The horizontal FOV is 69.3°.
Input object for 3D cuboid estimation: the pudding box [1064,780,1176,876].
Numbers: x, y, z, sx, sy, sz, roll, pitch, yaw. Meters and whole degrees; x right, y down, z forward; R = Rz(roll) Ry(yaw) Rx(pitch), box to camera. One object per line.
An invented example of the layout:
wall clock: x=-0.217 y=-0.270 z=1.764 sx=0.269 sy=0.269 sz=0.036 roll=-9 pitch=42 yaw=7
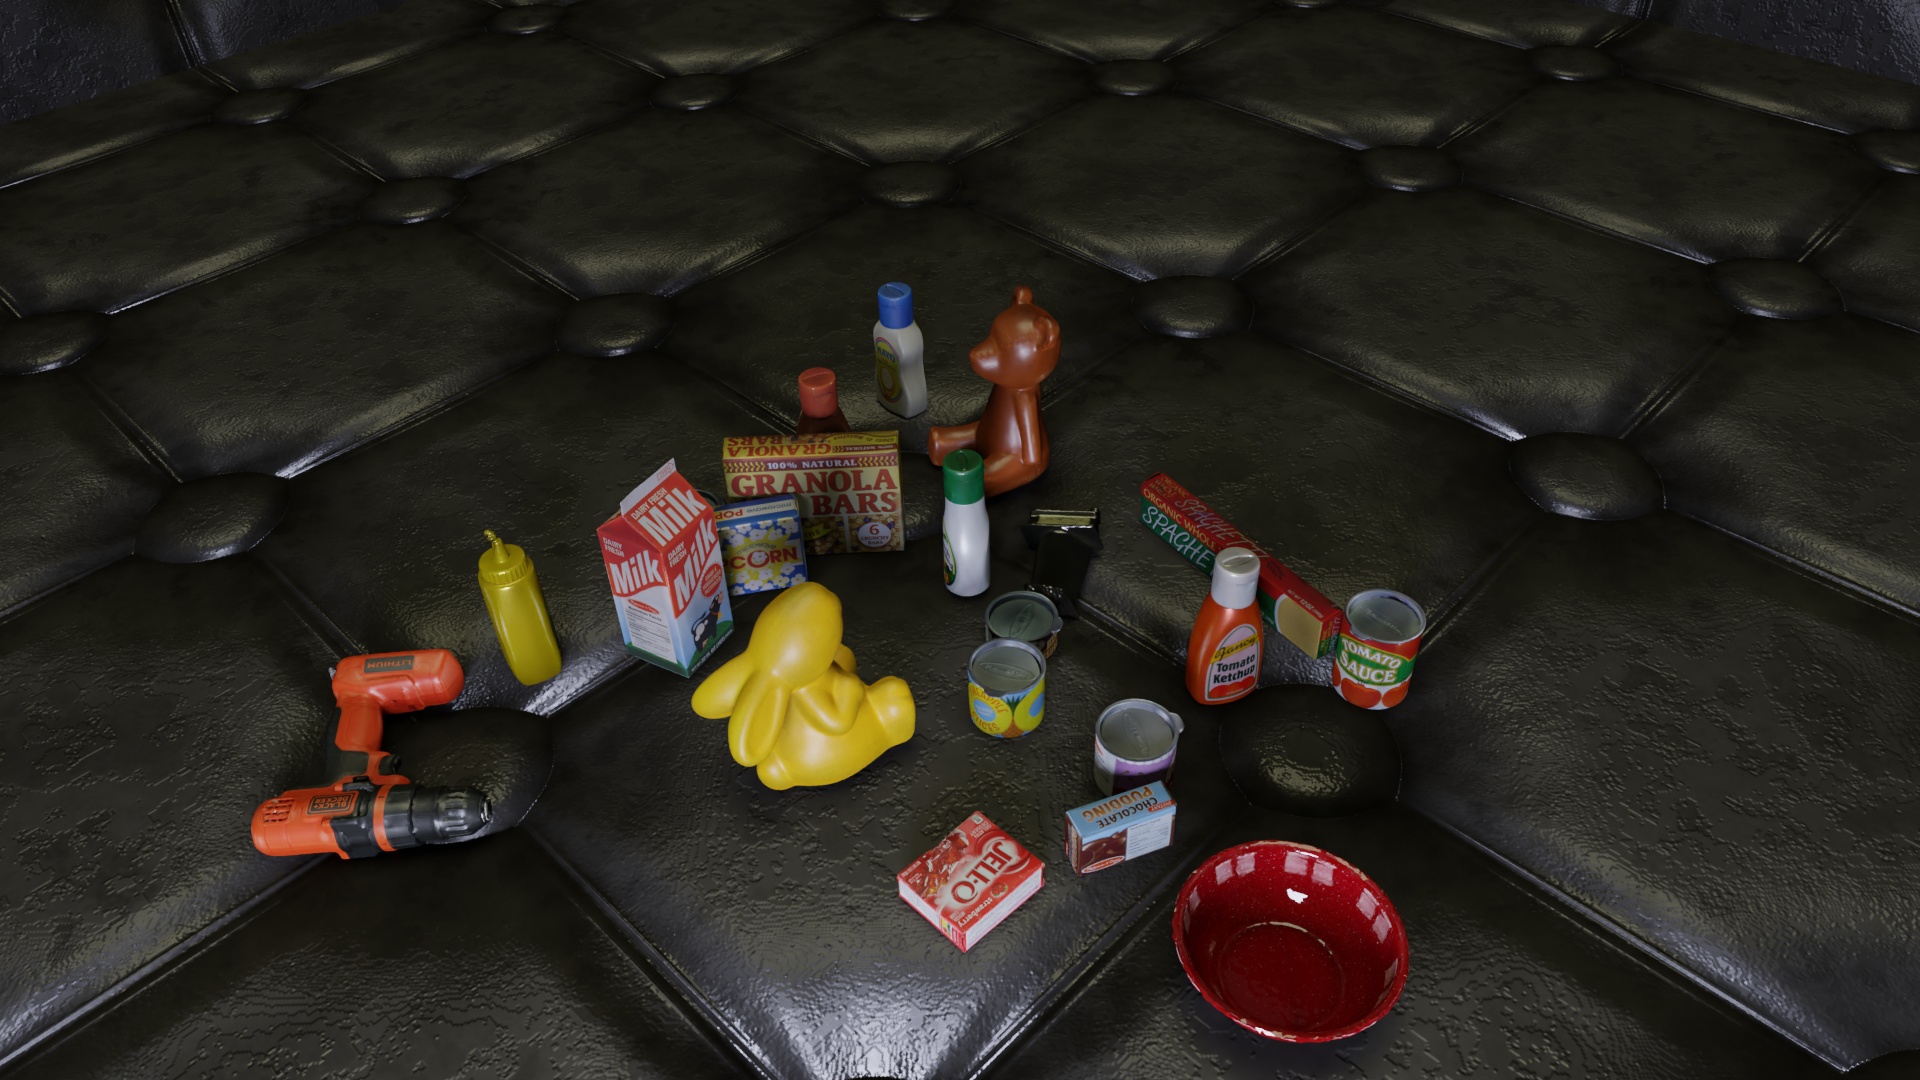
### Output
pudding box: x=0.123 y=0.222 z=1.071 sx=0.084 sy=0.049 sz=0.030 roll=-16 pitch=42 yaw=-15

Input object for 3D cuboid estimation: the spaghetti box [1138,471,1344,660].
spaghetti box: x=0.256 y=0.019 z=1.303 sx=0.029 sy=0.049 sz=0.251 roll=-25 pitch=45 yaw=-24

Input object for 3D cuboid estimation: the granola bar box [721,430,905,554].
granola bar box: x=-0.138 y=-0.043 z=1.337 sx=0.166 sy=0.123 sz=0.039 roll=-3 pitch=40 yaw=-1

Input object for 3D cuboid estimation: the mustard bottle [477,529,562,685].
mustard bottle: x=-0.386 y=0.053 z=1.207 sx=0.049 sy=0.159 sz=0.065 roll=-20 pitch=44 yaw=-20

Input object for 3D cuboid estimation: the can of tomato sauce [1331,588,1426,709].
can of tomato sauce: x=0.355 y=0.094 z=1.186 sx=0.071 sy=0.082 sz=0.071 roll=-1 pitch=40 yaw=1

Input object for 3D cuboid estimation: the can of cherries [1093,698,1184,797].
can of cherries: x=0.144 y=0.172 z=1.123 sx=0.071 sy=0.058 sz=0.072 roll=-1 pitch=40 yaw=1

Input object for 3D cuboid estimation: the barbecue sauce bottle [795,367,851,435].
barbecue sauce bottle: x=-0.137 y=-0.102 z=1.388 sx=0.065 sy=0.147 sz=0.044 roll=-16 pitch=42 yaw=-16

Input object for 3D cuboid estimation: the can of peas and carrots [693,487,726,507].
can of peas and carrots: x=-0.260 y=-0.009 z=1.353 sx=0.071 sy=0.058 sz=0.071 roll=-1 pitch=40 yaw=1

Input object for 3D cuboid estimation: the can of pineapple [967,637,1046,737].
can of pineapple: x=0.038 y=0.126 z=1.181 sx=0.071 sy=0.057 sz=0.071 roll=-1 pitch=40 yaw=1

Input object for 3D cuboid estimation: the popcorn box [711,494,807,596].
popcorn box: x=-0.211 y=0.009 z=1.309 sx=0.127 sy=0.084 sz=0.038 roll=-10 pitch=41 yaw=-9

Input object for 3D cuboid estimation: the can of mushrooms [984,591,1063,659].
can of mushrooms: x=0.057 y=0.080 z=1.253 sx=0.071 sy=0.033 sz=0.071 roll=-1 pitch=40 yaw=1

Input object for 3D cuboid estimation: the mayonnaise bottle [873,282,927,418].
mayonnaise bottle: x=-0.068 y=-0.208 z=1.509 sx=0.041 sy=0.147 sz=0.065 roll=-31 pitch=48 yaw=-30

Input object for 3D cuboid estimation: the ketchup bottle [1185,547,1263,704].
ketchup bottle: x=0.225 y=0.072 z=1.167 sx=0.065 sy=0.148 sz=0.044 roll=-14 pitch=42 yaw=-14

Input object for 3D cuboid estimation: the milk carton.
milk carton: x=-0.258 y=0.022 z=1.216 sx=0.073 sy=0.189 sz=0.073 roll=19 pitch=45 yaw=23

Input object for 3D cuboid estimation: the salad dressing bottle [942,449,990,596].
salad dressing bottle: x=0.005 y=-0.016 z=1.281 sx=0.044 sy=0.146 sz=0.064 roll=-7 pitch=41 yaw=-5
